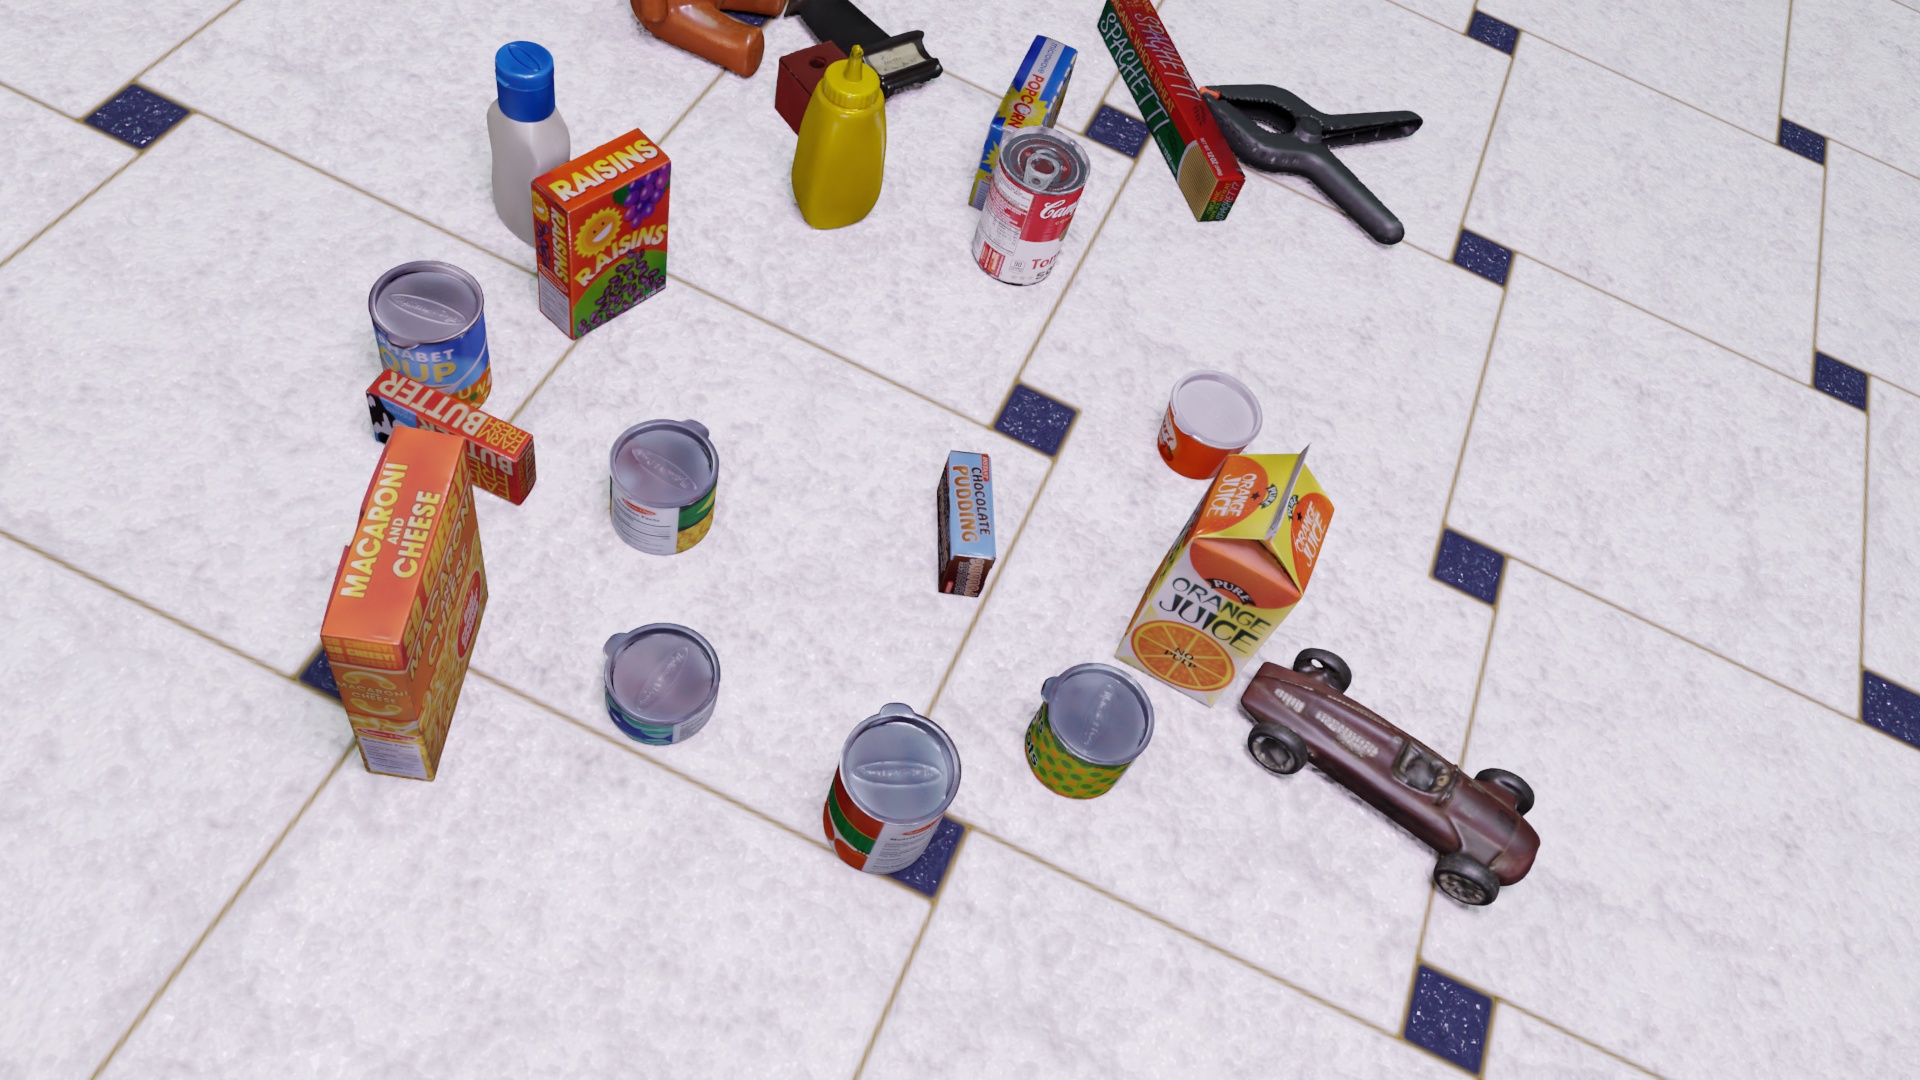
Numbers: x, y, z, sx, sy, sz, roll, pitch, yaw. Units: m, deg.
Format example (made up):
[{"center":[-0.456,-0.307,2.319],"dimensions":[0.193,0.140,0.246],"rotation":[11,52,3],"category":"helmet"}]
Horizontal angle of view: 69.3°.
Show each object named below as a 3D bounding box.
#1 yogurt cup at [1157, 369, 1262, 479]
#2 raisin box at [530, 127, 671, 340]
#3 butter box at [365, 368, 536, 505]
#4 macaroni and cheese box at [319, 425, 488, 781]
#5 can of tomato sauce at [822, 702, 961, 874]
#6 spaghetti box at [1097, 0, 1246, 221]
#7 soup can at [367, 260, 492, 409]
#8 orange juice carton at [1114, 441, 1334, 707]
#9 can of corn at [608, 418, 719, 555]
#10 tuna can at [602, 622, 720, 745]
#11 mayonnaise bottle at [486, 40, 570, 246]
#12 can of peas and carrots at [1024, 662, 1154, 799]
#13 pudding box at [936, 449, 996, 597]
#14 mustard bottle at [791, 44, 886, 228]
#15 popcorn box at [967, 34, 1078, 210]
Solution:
[{"center":[0.175,-0.080,0.993],"dimensions":[0.072,0.053,0.073],"rotation":[7,57,-10],"category":"yogurt cup"},{"center":[-0.238,-0.203,0.926],"dimensions":[0.040,0.122,0.086],"rotation":[43,58,14],"category":"raisin box"},{"center":[-0.313,-0.063,0.860],"dimensions":[0.103,0.052,0.024],"rotation":[24,56,2],"category":"butter box"},{"center":[-0.289,0.038,0.733],"dimensions":[0.040,0.165,0.124],"rotation":[9,56,-8],"category":"macaroni and cheese box"},{"center":[-0.041,0.141,0.779],"dimensions":[0.071,0.082,0.071],"rotation":[7,57,-10],"category":"can of tomato sauce"},{"center":[0.176,-0.380,1.188],"dimensions":[0.029,0.050,0.251],"rotation":[-9,61,-19],"category":"spaghetti box"},{"center":[-0.333,-0.122,0.874],"dimensions":[0.071,0.083,0.072],"rotation":[7,57,-10],"category":"soup can"},{"center":[0.165,0.018,0.844],"dimensions":[0.073,0.191,0.072],"rotation":[28,56,4],"category":"orange juice carton"},{"center":[-0.185,-0.034,0.871],"dimensions":[0.071,0.058,0.071],"rotation":[7,57,-10],"category":"can of corn"},{"center":[-0.177,0.083,0.813],"dimensions":[0.071,0.032,0.071],"rotation":[7,57,-10],"category":"tuna can"},{"center":[-0.290,-0.267,0.939],"dimensions":[0.065,0.147,0.041],"rotation":[40,58,13],"category":"mayonnaise bottle"},{"center":[0.075,0.115,0.839],"dimensions":[0.071,0.058,0.071],"rotation":[7,57,-10],"category":"can of peas and carrots"},{"center":[0.003,-0.011,0.908],"dimensions":[0.030,0.049,0.084],"rotation":[5,57,-11],"category":"pudding box"},{"center":[-0.083,-0.296,1.002],"dimensions":[0.065,0.159,0.049],"rotation":[-18,64,-24],"category":"mustard bottle"},{"center":[0.050,-0.328,1.102],"dimensions":[0.038,0.084,0.127],"rotation":[22,55,1],"category":"popcorn box"}]
